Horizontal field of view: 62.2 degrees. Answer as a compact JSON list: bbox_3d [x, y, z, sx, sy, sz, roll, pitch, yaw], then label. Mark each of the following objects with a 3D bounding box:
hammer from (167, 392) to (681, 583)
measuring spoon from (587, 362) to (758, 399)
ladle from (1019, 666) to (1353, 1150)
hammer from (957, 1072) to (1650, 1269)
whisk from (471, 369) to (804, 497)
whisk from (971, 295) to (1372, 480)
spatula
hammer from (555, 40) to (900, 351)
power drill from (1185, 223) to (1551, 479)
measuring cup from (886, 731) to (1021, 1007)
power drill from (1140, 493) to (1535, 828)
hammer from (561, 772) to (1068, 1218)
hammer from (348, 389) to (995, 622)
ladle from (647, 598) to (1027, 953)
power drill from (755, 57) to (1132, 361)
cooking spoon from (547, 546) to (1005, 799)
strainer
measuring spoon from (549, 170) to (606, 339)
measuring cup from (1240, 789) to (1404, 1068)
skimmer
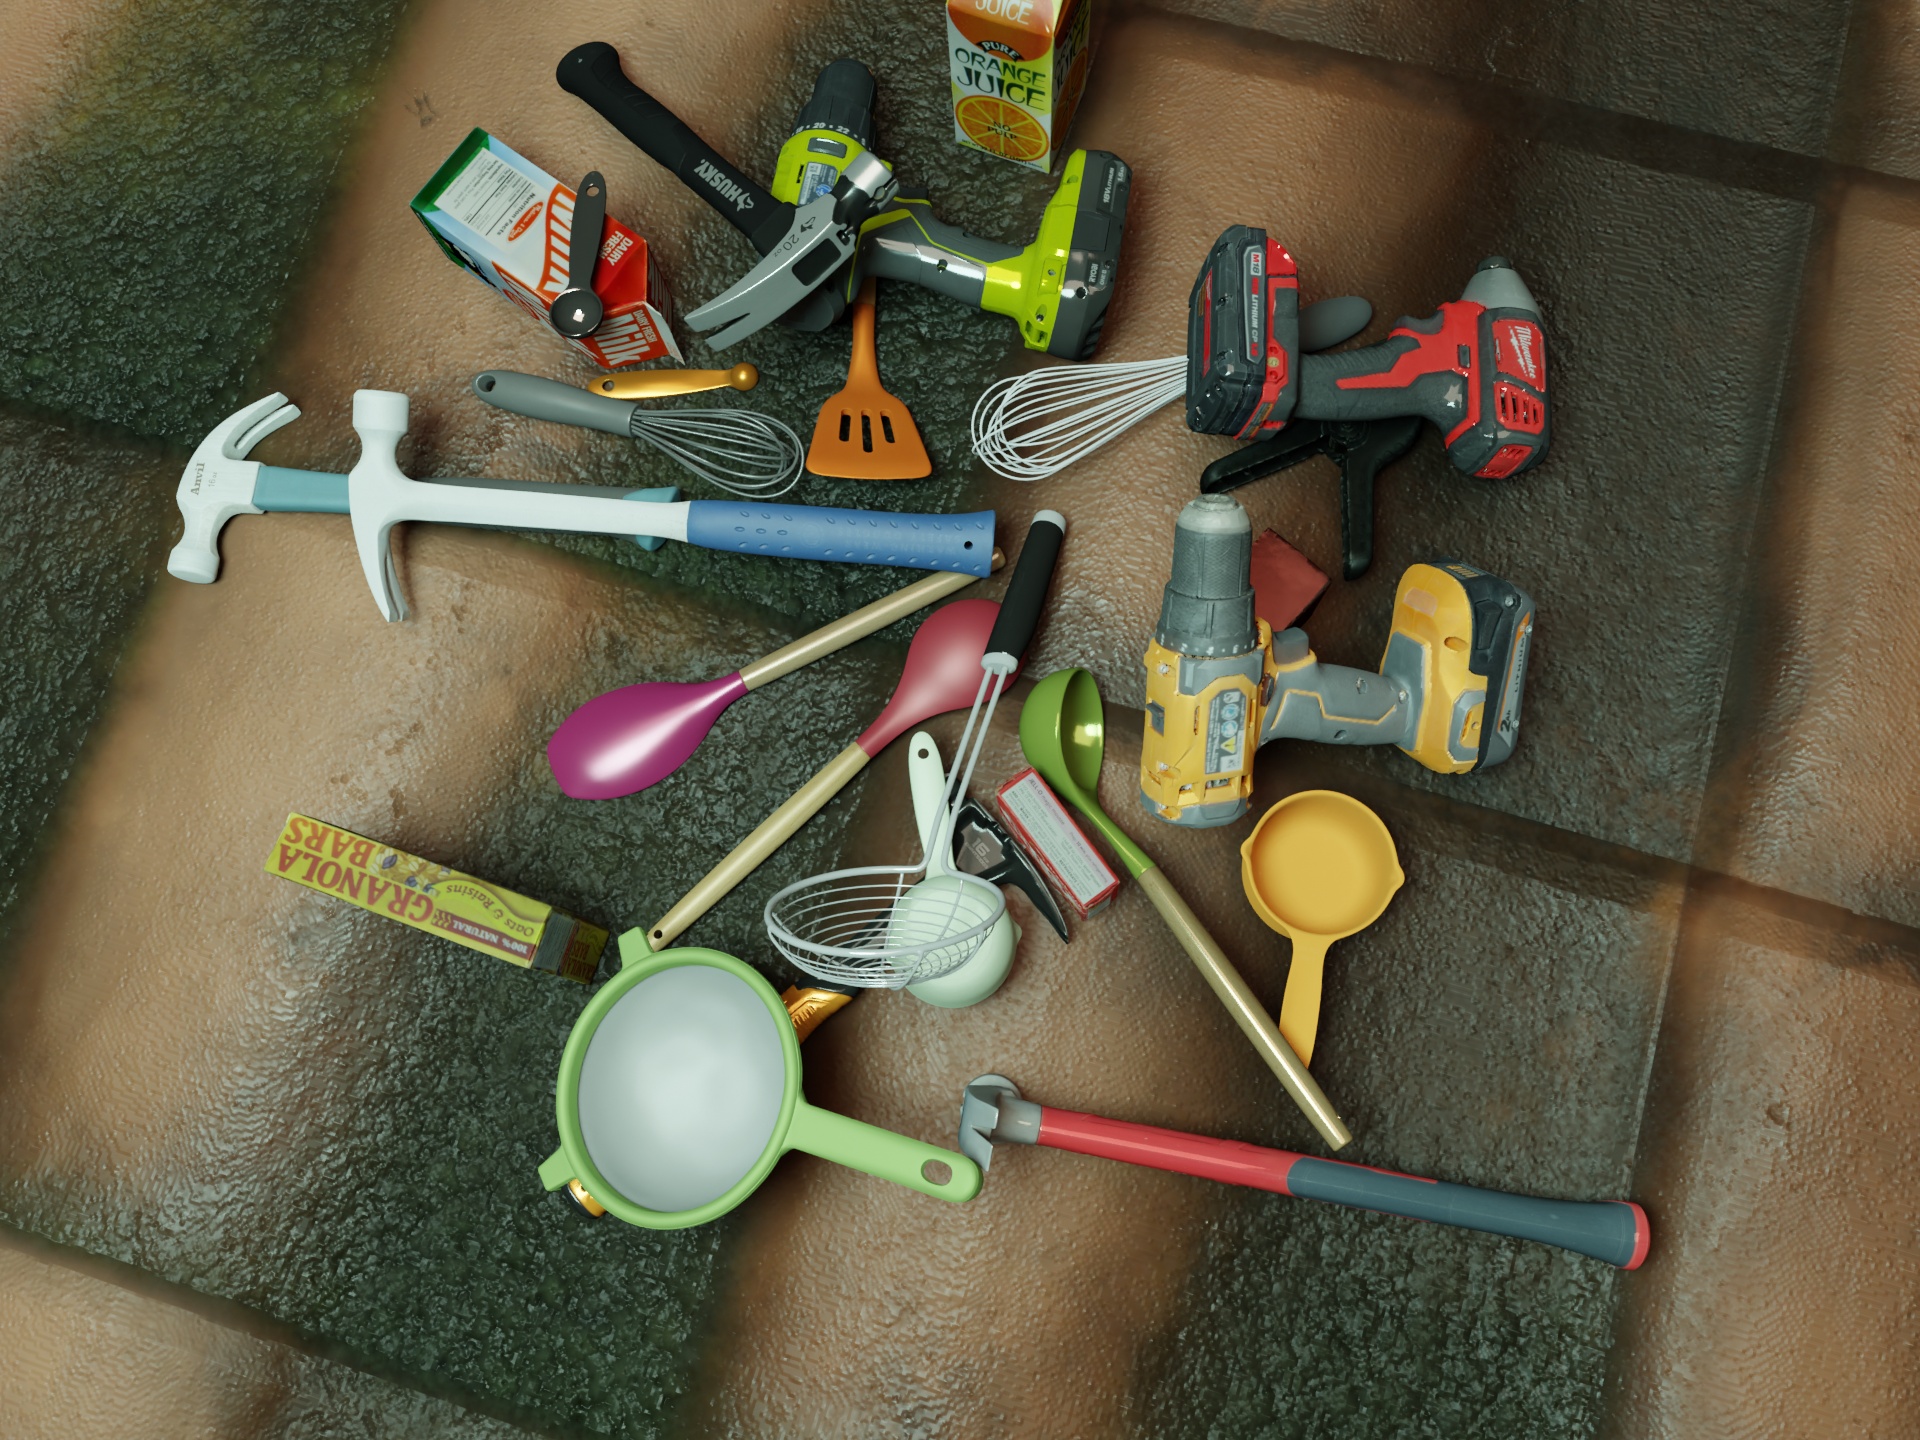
[{"bbox_3d":[-0.350,-0.144,1.048,0.331,0.033,0.128,4,77,4],"label":"hammer"},{"bbox_3d":[-0.194,-0.230,1.072,0.117,0.011,0.021,-4,76,2],"label":"measuring spoon"},{"bbox_3d":[0.133,0.102,0.922,0.062,0.078,0.320,-41,68,14],"label":"ladle"},{"bbox_3d":[0.190,0.253,0.877,0.386,0.143,0.038,10,84,1],"label":"hammer"},{"bbox_3d":[-0.216,-0.195,1.050,0.239,0.055,0.055,16,77,11],"label":"whisk"},{"bbox_3d":[0.139,-0.223,1.032,0.284,0.070,0.070,-21,76,-7],"label":"whisk"},{"bbox_3d":[-0.064,-0.303,1.069,0.081,0.041,0.323,1,75,-8],"label":"spatula"},{"bbox_3d":[-0.181,-0.361,1.029,0.146,0.035,0.335,-46,54,2],"label":"hammer"},{"bbox_3d":[0.256,-0.232,0.983,0.219,0.078,0.143,6,74,-6],"label":"power drill"},{"bbox_3d":[-0.013,0.084,0.935,0.083,0.038,0.168,-9,76,2],"label":"measuring cup"},{"bbox_3d":[0.210,-0.043,0.905,0.226,0.084,0.185,-8,113,-18],"label":"power drill"},{"bbox_3d":[-0.094,0.183,0.953,0.337,0.034,0.127,-39,76,-7],"label":"hammer"},{"bbox_3d":[-0.182,-0.120,1.002,0.405,0.035,0.144,5,98,1],"label":"hammer"},{"bbox_3d":[-0.081,0.035,0.994,0.315,0.031,0.069,-43,77,-6],"label":"ladle"},{"bbox_3d":[-0.010,-0.333,1.038,0.228,0.080,0.191,11,70,-2],"label":"power drill"},{"bbox_3d":[-0.116,-0.037,1.017,0.319,0.017,0.069,-26,77,-3],"label":"cooking spoon"},{"bbox_3d":[-0.098,0.217,0.872,0.256,0.069,0.151,12,77,23],"label":"strainer"},{"bbox_3d":[-0.239,-0.296,1.017,0.034,0.018,0.124,1,71,3],"label":"measuring spoon"},{"bbox_3d":[0.204,0.130,0.943,0.095,0.052,0.174,10,79,5],"label":"measuring cup"},{"bbox_3d":[-0.001,-0.003,0.911,0.127,0.090,0.363,4,55,24],"label":"skimmer"}]
